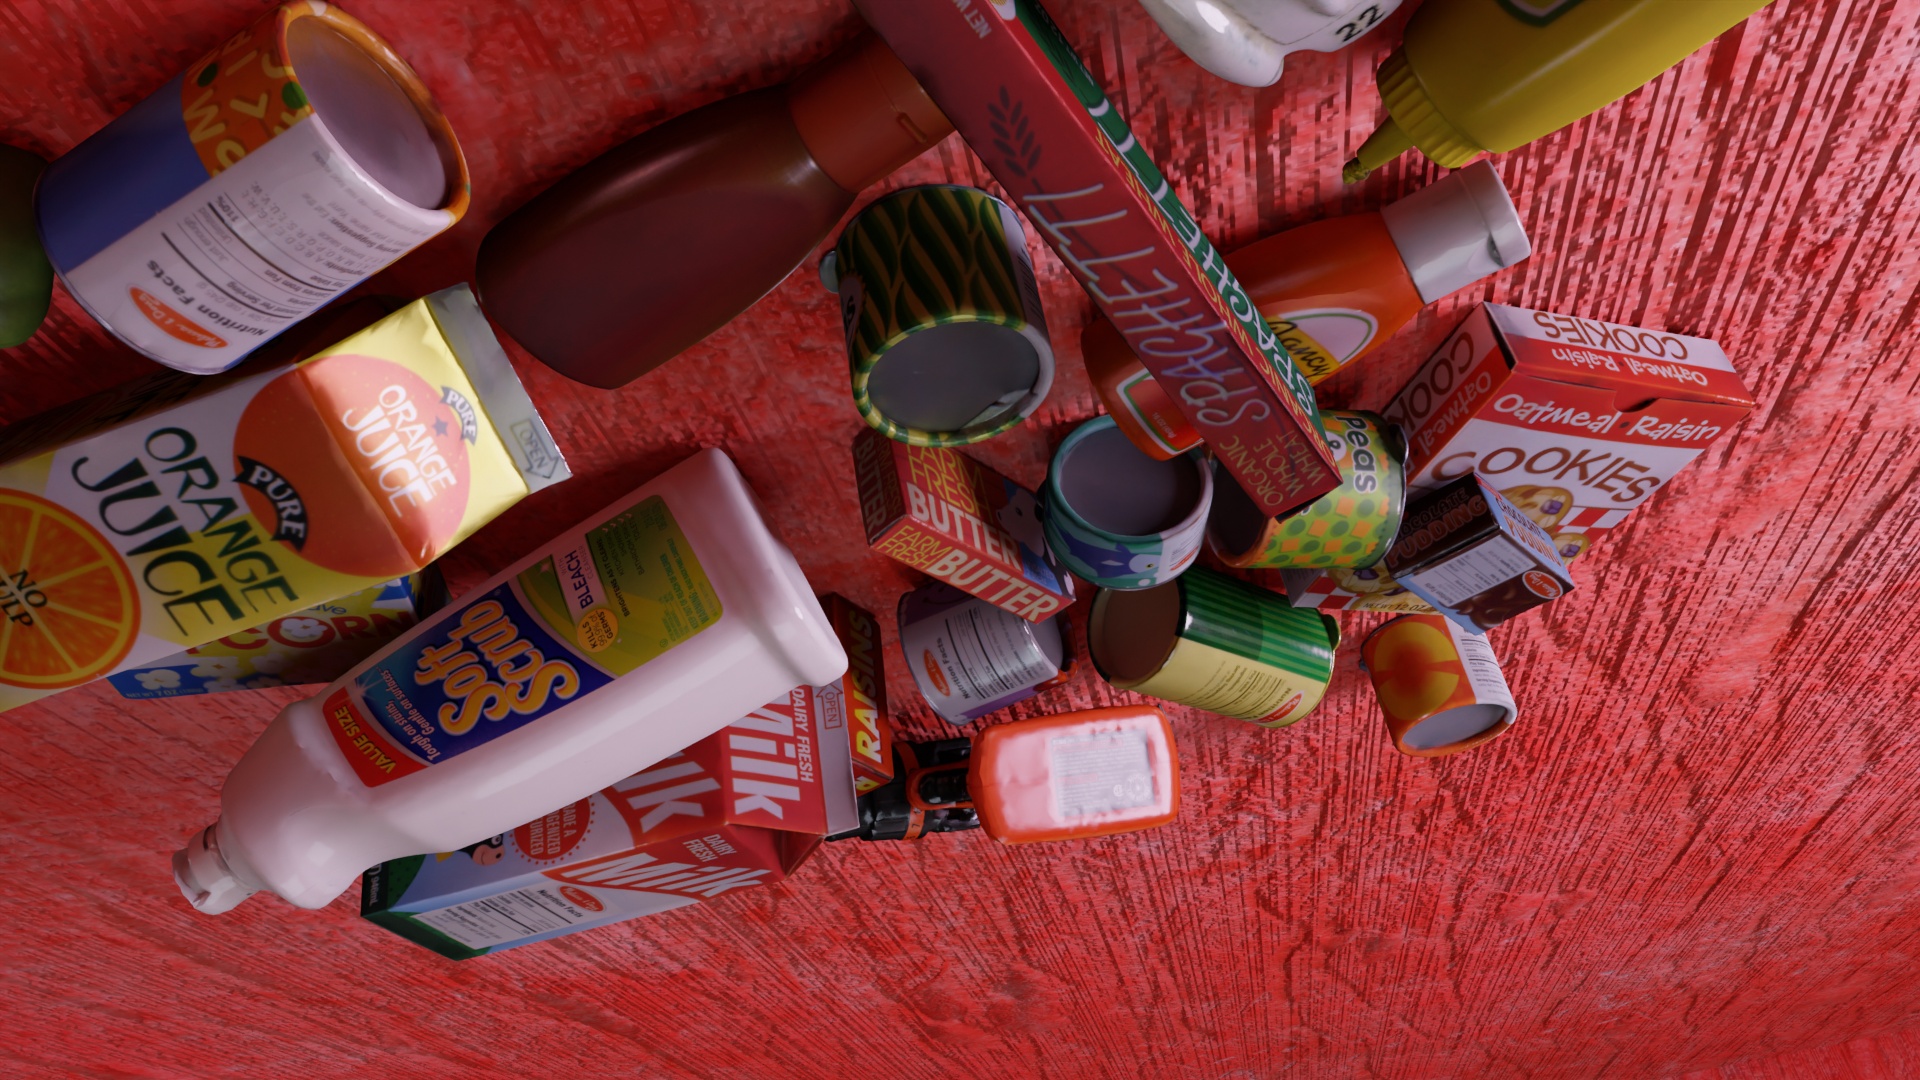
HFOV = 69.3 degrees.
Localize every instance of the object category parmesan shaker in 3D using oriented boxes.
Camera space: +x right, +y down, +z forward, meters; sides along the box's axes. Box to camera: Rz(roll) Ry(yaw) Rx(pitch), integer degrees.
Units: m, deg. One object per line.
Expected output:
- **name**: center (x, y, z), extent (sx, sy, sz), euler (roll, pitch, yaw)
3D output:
- **parmesan shaker**: center (0.120, 0.046, 0.657), extent (0.103, 0.071, 0.071), euler (19, 137, -35)

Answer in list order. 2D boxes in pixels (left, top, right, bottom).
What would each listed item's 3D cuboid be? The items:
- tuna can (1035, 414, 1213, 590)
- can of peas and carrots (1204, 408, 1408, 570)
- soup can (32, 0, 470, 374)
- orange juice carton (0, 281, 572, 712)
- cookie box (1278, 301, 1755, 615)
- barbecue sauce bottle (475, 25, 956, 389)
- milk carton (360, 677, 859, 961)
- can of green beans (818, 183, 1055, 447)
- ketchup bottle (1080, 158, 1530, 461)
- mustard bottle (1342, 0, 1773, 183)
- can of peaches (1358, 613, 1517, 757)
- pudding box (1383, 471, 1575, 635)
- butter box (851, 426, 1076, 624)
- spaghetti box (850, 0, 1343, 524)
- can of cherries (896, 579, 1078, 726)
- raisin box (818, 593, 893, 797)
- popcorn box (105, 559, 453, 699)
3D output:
- **tuna can**: center (0.064, -0.017, 0.551), extent (0.071, 0.071, 0.032), euler (-7, 145, -4)
- **can of peas and carrots**: center (0.137, -0.022, 0.560), extent (0.059, 0.071, 0.070), euler (1, 145, -15)
- **soup can**: center (-0.184, -0.095, 0.367), extent (0.083, 0.071, 0.071), euler (-26, 143, 15)
- **orange juice carton**: center (-0.226, -0.019, 0.436), extent (0.193, 0.073, 0.071), euler (-18, 116, 5)
- **cookie box**: center (0.232, -0.026, 0.603), extent (0.123, 0.040, 0.166), euler (4, 144, -20)
- **barbecue sauce bottle**: center (-0.069, -0.100, 0.411), extent (0.148, 0.044, 0.064), euler (-26, 144, 22)
- **milk carton**: center (-0.136, 0.108, 0.568), extent (0.190, 0.072, 0.073), euler (-15, 147, 5)
- **can of green beans**: center (-0.006, -0.072, 0.455), extent (0.071, 0.058, 0.071), euler (-7, 146, -5)
- **ketchup bottle**: center (0.120, -0.082, 0.488), extent (0.148, 0.044, 0.064), euler (-26, 140, 21)
- **mustard bottle**: center (0.167, -0.149, 0.385), extent (0.049, 0.065, 0.159), euler (12, 144, -36)
- **can of peaches**: center (0.255, 0.078, 0.748), extent (0.071, 0.058, 0.071), euler (-8, 146, -5)
- **pudding box**: center (0.216, 0.008, 0.584), extent (0.049, 0.030, 0.083), euler (-33, 141, 30)
- **butter box**: center (0.002, -0.007, 0.558), extent (0.024, 0.053, 0.103), euler (-34, 140, 29)
- **spaghetti box**: center (0.043, -0.094, 0.400), extent (0.028, 0.050, 0.249), euler (-28, 131, 24)
- **can of cherries**: center (0.014, 0.041, 0.625), extent (0.058, 0.072, 0.071), euler (-25, 143, 20)
- **raisin box**: center (-0.092, 0.090, 0.647), extent (0.123, 0.086, 0.040), euler (-29, 137, 25)
- **popcorn box**: center (-0.273, 0.021, 0.539), extent (0.127, 0.038, 0.084), euler (-5, 146, -8)
